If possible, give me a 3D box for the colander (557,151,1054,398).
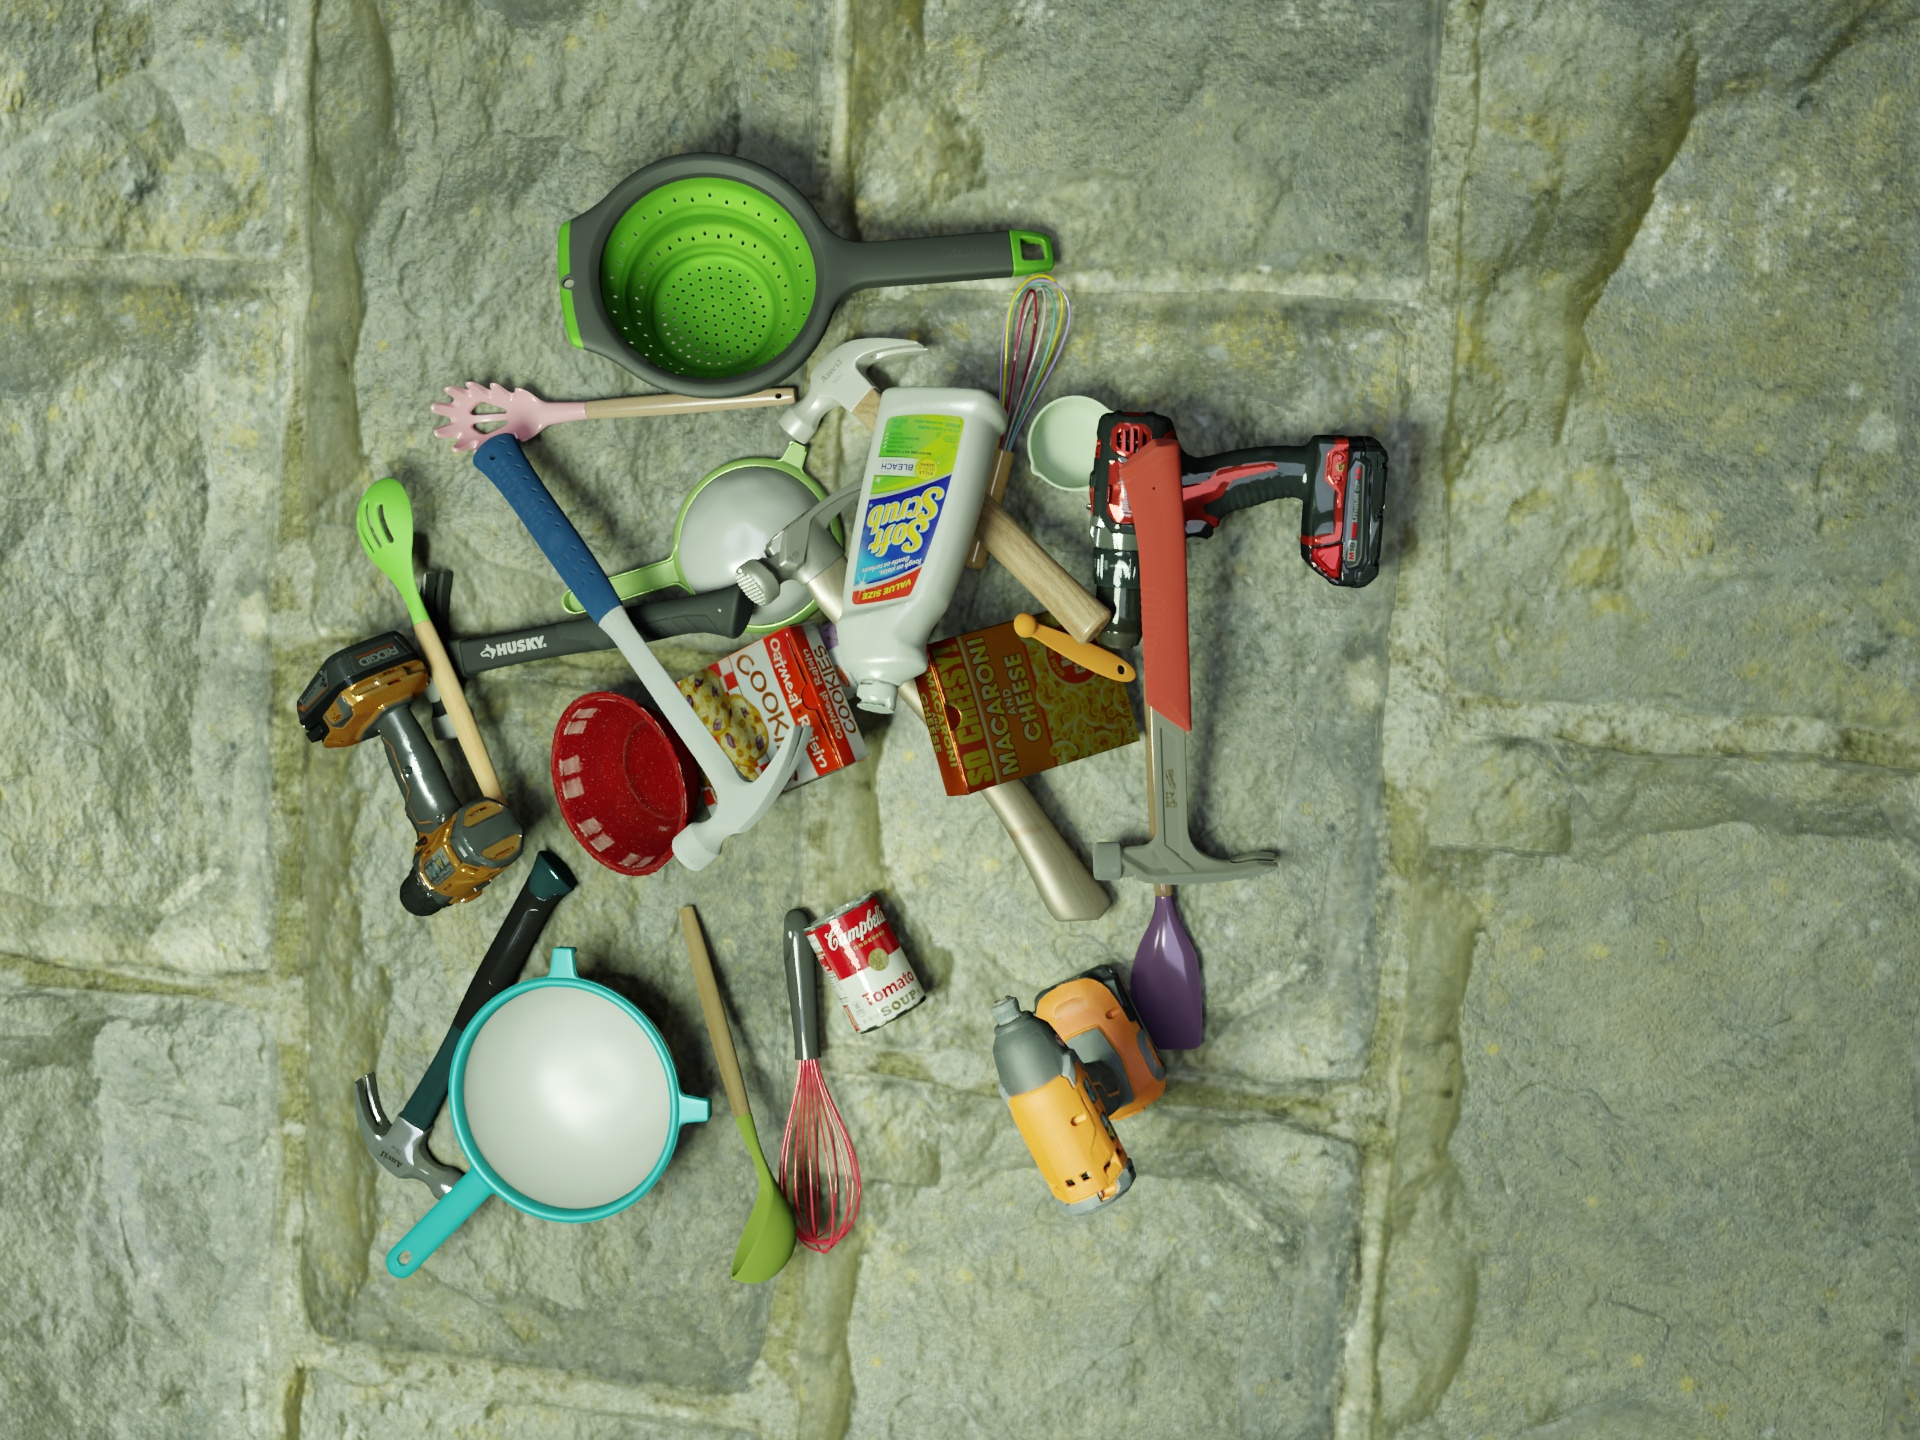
[{"bbox_3d":[-0.124,-0.358,1.313,0.397,0.094,0.204,-6,83,-6],"label":"colander"}]

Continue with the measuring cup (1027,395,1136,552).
[{"bbox_3d":[0.116,-0.190,1.309,0.083,0.038,0.167,-33,101,3],"label":"measuring cup"}]

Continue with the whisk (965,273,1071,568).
[{"bbox_3d":[0.036,-0.246,1.311,0.051,0.047,0.245,20,101,25],"label":"whisk"}]

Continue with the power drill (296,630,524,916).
[{"bbox_3d":[-0.480,0.059,1.375,0.185,0.084,0.226,-34,87,46],"label":"power drill"}]

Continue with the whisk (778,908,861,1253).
[{"bbox_3d":[-0.129,0.310,1.371,0.073,0.073,0.296,-5,88,10],"label":"whisk"}]

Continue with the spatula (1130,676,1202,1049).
[{"bbox_3d":[0.166,0.120,1.327,0.060,0.018,0.316,-2,94,16],"label":"spatula"}]

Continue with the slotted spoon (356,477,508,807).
[{"bbox_3d":[-0.454,-0.061,1.373,0.070,0.031,0.314,-23,89,33],"label":"slotted spoon"}]

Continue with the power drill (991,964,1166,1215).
[{"bbox_3d":[0.088,0.267,1.242,0.084,0.226,0.164,-27,90,16],"label":"power drill"}]

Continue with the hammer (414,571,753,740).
[{"bbox_3d":[-0.325,-0.077,1.353,0.335,0.035,0.146,-9,92,22],"label":"hammer"}]

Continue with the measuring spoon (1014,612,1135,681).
[{"bbox_3d":[0.094,-0.058,1.275,0.116,0.011,0.021,24,74,-21],"label":"measuring spoon"}]

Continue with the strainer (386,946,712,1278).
[{"bbox_3d":[-0.372,0.363,1.396,0.340,0.095,0.211,-45,84,11],"label":"strainer"}]

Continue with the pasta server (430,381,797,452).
[{"bbox_3d":[-0.297,-0.268,1.367,0.316,0.040,0.060,-2,100,8],"label":"pasta server"}]

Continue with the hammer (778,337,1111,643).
[{"bbox_3d":[-0.001,-0.187,1.291,0.331,0.031,0.130,46,103,16],"label":"hammer"}]

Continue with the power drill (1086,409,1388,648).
[{"bbox_3d":[0.212,-0.146,1.258,0.226,0.080,0.188,3,101,4],"label":"power drill"}]

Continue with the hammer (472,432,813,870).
[{"bbox_3d":[-0.273,-0.080,1.290,0.144,0.035,0.406,-41,73,12],"label":"hammer"}]

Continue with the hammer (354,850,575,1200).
[{"bbox_3d":[-0.437,0.266,1.430,0.128,0.033,0.331,31,98,5],"label":"hammer"}]

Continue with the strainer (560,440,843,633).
[{"bbox_3d":[-0.229,-0.134,1.348,0.256,0.069,0.151,-16,91,9],"label":"strainer"}]

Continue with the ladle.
[{"bbox_3d":[-0.204,0.314,1.353,0.062,0.078,0.320,-11,73,-24],"label":"ladle"}]

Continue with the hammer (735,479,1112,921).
[{"bbox_3d":[-0.002,-0.004,1.295,0.146,0.038,0.410,-43,103,-23],"label":"hammer"}]

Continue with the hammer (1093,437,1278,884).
[{"bbox_3d":[0.171,-0.039,1.241,0.149,0.037,0.359,-3,110,4],"label":"hammer"}]
